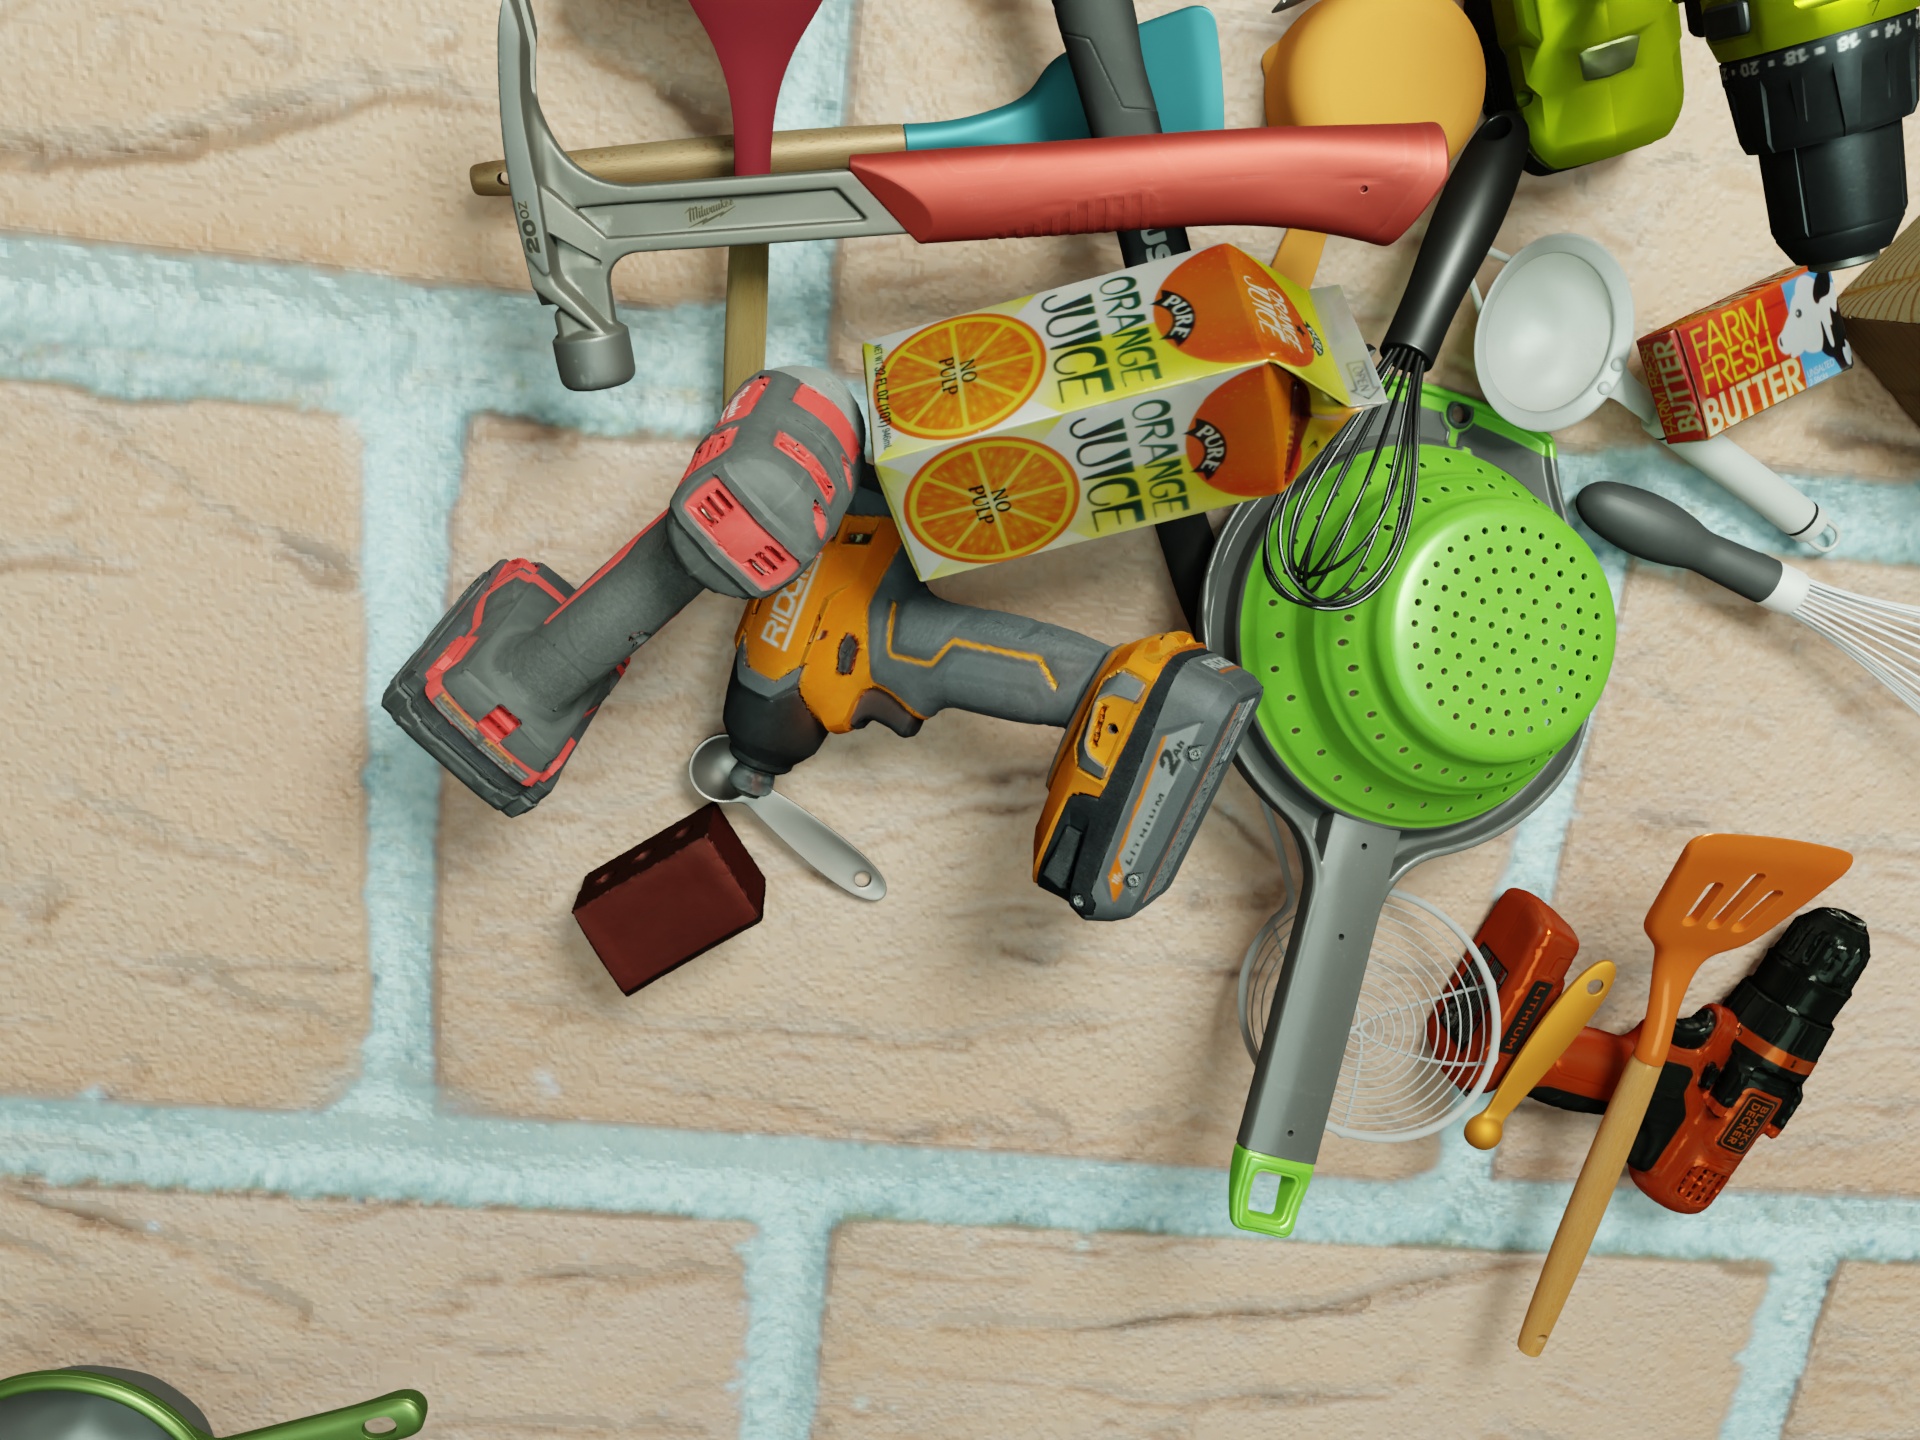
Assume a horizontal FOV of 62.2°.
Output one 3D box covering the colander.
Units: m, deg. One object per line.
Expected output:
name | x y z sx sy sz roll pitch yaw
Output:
colander | 0.194 0.041 0.696 0.204 0.094 0.397 15 88 -13

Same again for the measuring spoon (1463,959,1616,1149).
measuring spoon | 0.287 0.166 0.782 0.021 0.011 0.117 28 103 -14

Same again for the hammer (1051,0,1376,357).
hammer | 0.067 -0.261 0.643 0.146 0.035 0.334 -16 111 5

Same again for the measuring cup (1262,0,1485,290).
measuring cup | 0.166 -0.232 0.692 0.095 0.052 0.173 18 103 -9

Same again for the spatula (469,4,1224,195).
spatula | -0.049 -0.245 0.675 0.317 0.044 0.082 -7 113 -4

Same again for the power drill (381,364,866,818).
power drill | -0.129 -0.065 0.664 0.219 0.143 0.078 -33 113 27

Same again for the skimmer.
skimmer | 0.155 0.026 0.750 0.127 0.090 0.363 -23 106 -6

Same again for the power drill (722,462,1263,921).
power drill | -0.001 -0.002 0.704 0.226 0.084 0.164 28 105 17

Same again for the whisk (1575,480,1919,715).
whisk | 0.423 -0.051 0.768 0.284 0.070 0.070 24 104 -5

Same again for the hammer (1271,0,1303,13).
hammer | 0.042 -0.454 0.607 0.386 0.038 0.143 41 77 -11

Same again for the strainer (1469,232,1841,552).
strainer | 0.319 -0.144 0.738 0.258 0.050 0.087 29 94 -17

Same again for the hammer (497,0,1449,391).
hammer | 0.007 -0.215 0.619 0.359 0.037 0.149 -4 117 1

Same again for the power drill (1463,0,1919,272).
power drill | 0.272 -0.268 0.597 0.080 0.229 0.190 -17 107 1

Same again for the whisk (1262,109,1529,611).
whisk | 0.185 -0.150 0.649 0.055 0.055 0.239 27 79 -11

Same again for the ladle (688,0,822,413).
ladle | -0.090 -0.202 0.667 0.069 0.031 0.315 -6 122 -21

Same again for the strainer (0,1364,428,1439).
strainer | -0.398 0.374 0.829 0.256 0.069 0.151 -14 105 0

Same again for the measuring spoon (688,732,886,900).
measuring spoon | -0.083 0.049 0.784 0.124 0.018 0.034 42 93 -21

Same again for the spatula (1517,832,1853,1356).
spatula | 0.333 0.192 0.781 0.081 0.041 0.322 8 111 -9
